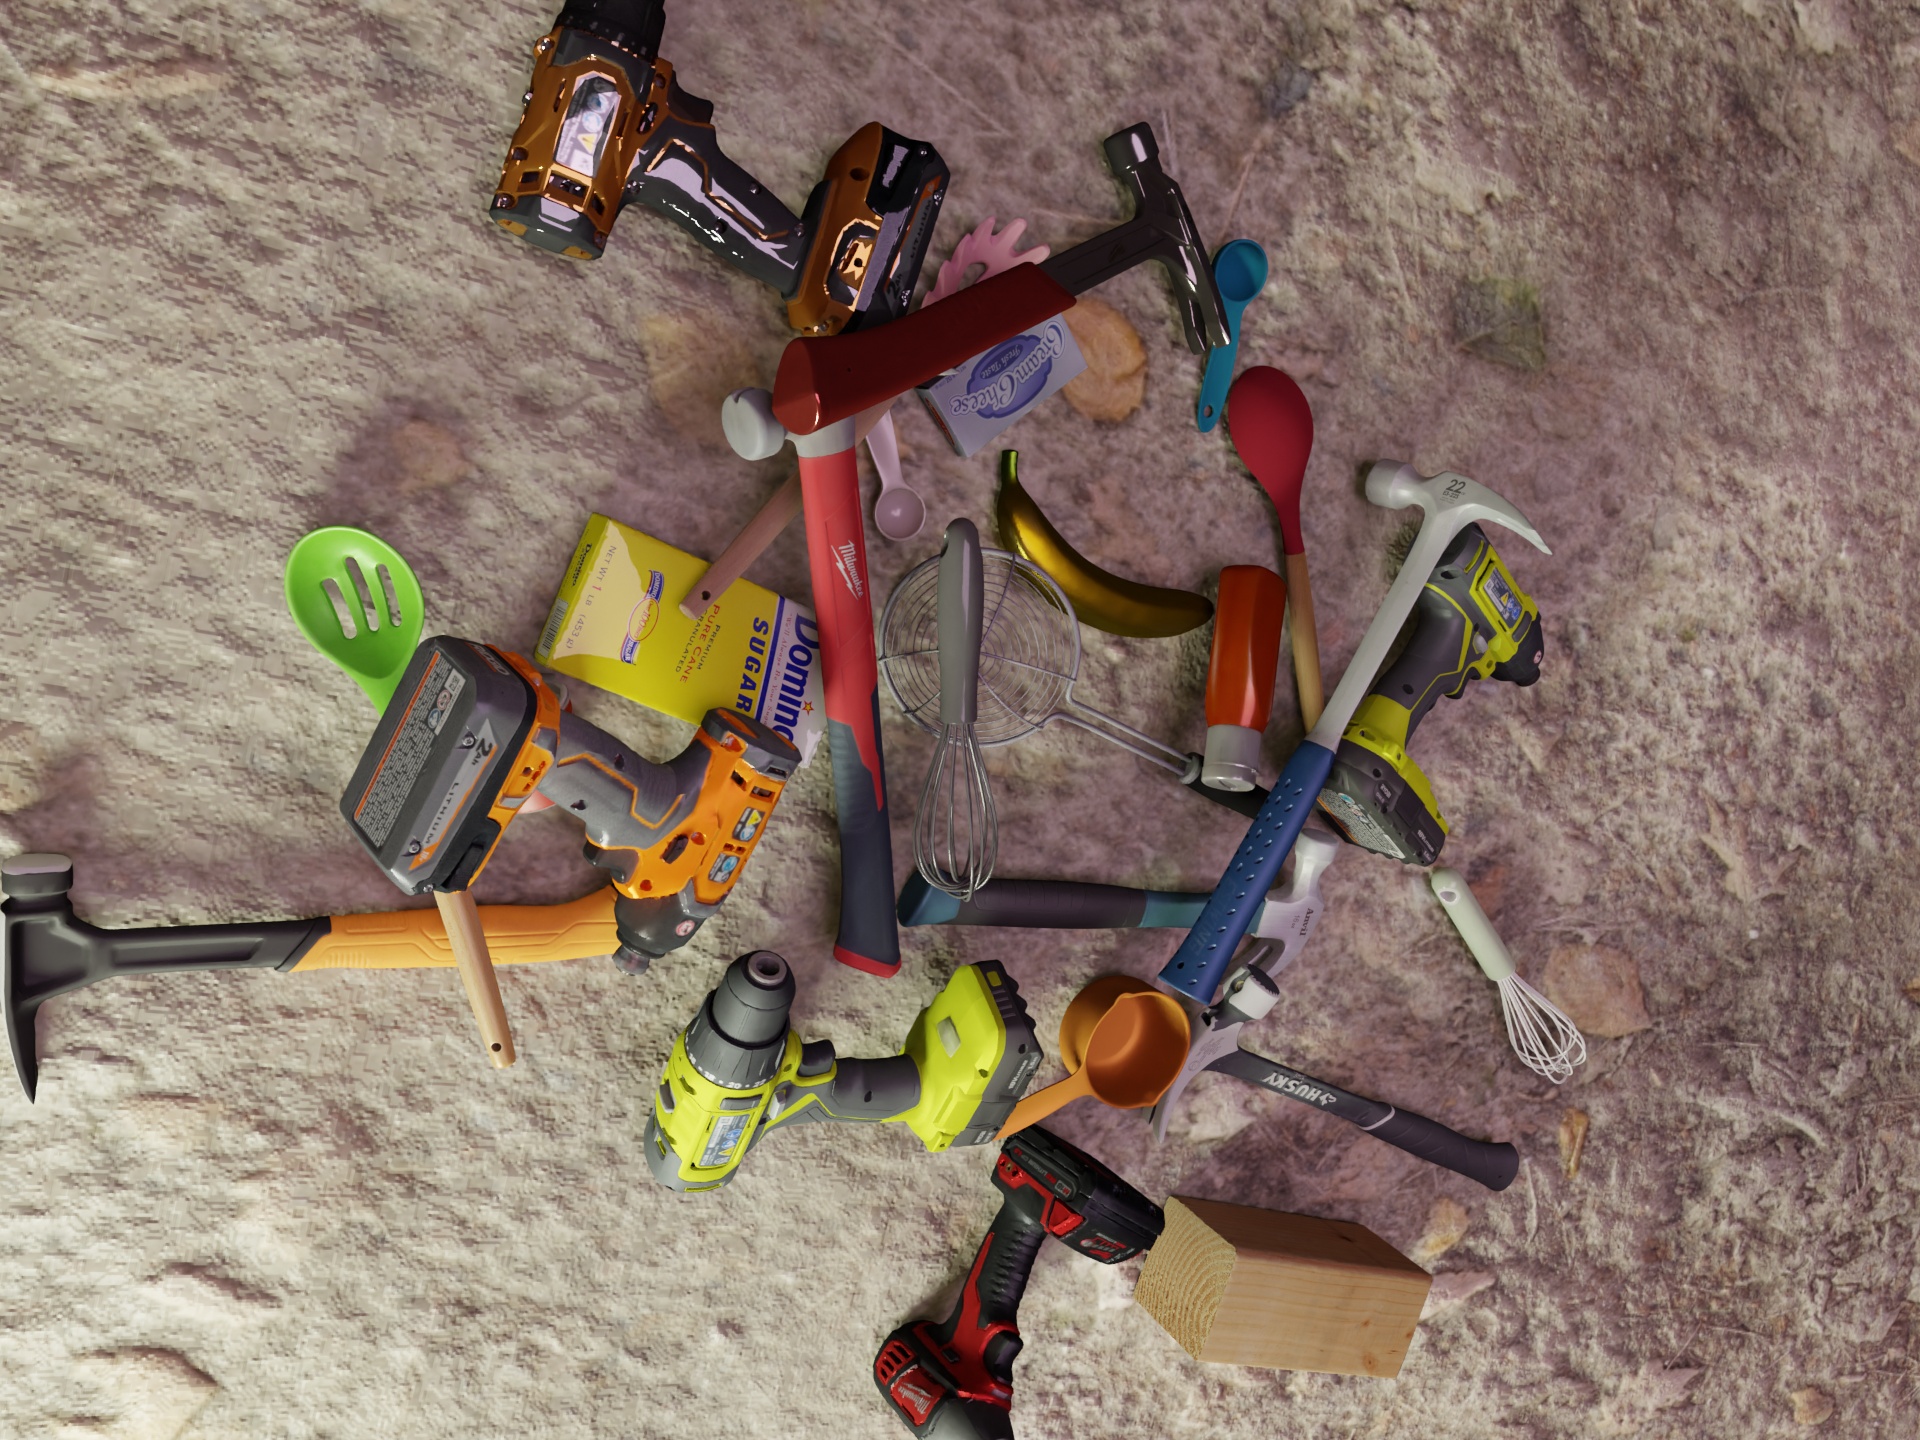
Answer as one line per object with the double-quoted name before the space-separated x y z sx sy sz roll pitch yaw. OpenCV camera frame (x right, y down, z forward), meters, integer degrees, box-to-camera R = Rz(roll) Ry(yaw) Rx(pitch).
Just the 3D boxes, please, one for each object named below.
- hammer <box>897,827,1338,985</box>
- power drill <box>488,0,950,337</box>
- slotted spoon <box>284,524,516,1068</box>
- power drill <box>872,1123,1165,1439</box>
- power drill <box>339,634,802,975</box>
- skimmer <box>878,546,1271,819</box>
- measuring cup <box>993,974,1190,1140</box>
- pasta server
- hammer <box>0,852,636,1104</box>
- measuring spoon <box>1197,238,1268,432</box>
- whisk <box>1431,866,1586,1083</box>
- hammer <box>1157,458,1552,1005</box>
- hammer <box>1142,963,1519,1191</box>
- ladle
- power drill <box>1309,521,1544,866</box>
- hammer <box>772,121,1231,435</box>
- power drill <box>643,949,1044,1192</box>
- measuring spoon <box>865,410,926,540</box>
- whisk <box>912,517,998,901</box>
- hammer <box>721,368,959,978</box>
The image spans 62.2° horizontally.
"hammer" 0.113 0.129 1.112 0.330 0.033 0.128 6 108 -25
"power drill" -0.123 -0.318 0.869 0.226 0.084 0.185 17 92 -25
"slotted spoon" -0.295 0.046 0.871 0.070 0.031 0.313 -14 101 0
"power drill" 0.037 0.400 1.085 0.078 0.143 0.220 36 83 -31
"power drill" -0.204 0.055 0.851 0.226 0.084 0.164 21 101 -49
"skimmer" 0.103 -0.002 1.084 0.363 0.090 0.127 25 103 -40
"measuring cup" 0.077 0.242 1.119 0.173 0.052 0.095 -25 112 -18
"pasta server" -0.056 -0.178 0.934 0.060 0.040 0.316 44 72 -16
"hammer" -0.341 0.132 0.890 0.336 0.034 0.127 0 102 -27
"measuring spoon" 0.174 -0.259 1.070 0.042 0.021 0.128 1 111 -28
"whisk" 0.448 0.209 1.305 0.246 0.058 0.059 53 43 -23
"hammer" 0.254 0.010 1.085 0.035 0.144 0.405 33 85 -44
"hammer" 0.311 0.311 1.250 0.408 0.036 0.149 27 108 -33
"ladle" 0.239 -0.095 1.134 0.069 0.031 0.315 -21 112 -23
"power drill" 0.349 -0.013 1.173 0.171 0.080 0.223 43 74 -36
"hammer" 0.032 -0.230 0.911 0.359 0.037 0.149 -37 109 -40
"power drill" -0.070 0.208 0.986 0.228 0.080 0.190 1 133 -29
"measuring spoon" -0.051 -0.171 0.978 0.034 0.018 0.124 -19 103 -21
"whisk" -0.001 -0.003 0.955 0.055 0.055 0.239 -7 108 -25
"hammer" -0.053 -0.020 0.951 0.143 0.038 0.386 -24 122 -35
